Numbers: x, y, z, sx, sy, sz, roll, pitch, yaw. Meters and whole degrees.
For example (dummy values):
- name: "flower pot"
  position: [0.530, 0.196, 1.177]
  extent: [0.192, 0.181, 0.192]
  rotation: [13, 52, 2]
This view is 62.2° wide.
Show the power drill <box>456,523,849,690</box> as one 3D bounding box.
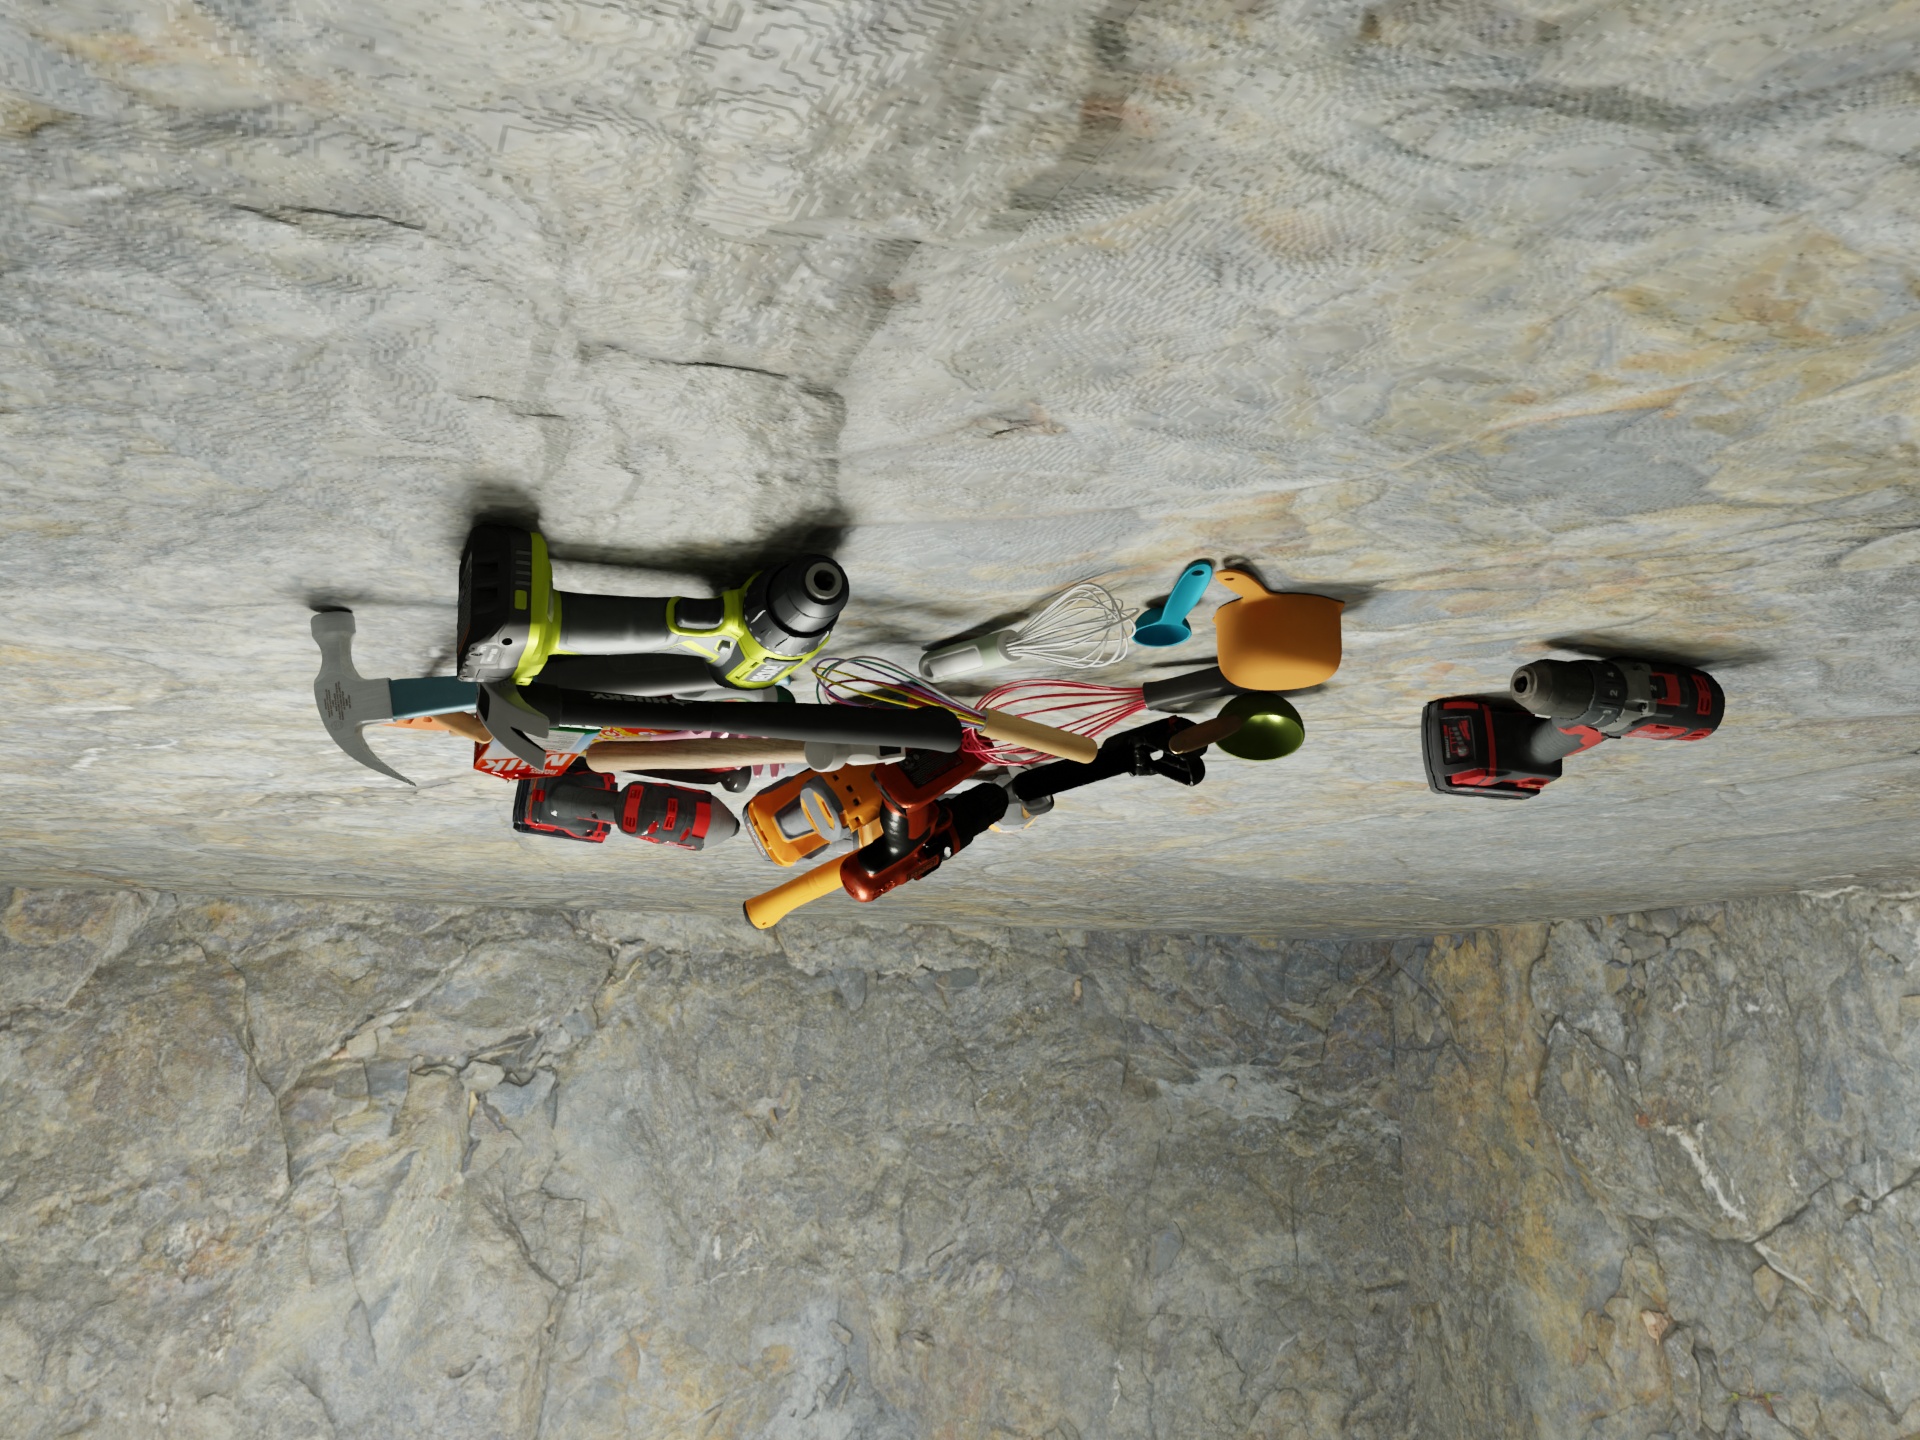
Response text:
- name: "power drill"
  position: [-0.191, -0.069, 0.997]
  extent: [0.228, 0.080, 0.190]
  rotation: [2, 169, -22]

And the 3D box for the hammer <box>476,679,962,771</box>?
- name: "hammer"
  position: [-0.157, 0.000, 1.093]
  extent: [0.334, 0.035, 0.146]
  rotation: [4, -162, -23]

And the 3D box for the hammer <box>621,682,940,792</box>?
- name: "hammer"
  position: [-0.163, 0.015, 1.451]
  extent: [0.143, 0.038, 0.386]
  rotation: [12, 162, -38]

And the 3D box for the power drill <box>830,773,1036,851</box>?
- name: "power drill"
  position: [-0.028, 0.100, 1.741]
  extent: [0.226, 0.084, 0.185]
  rotation: [-5, 174, -1]

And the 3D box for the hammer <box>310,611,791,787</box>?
- name: "hammer"
  position: [-0.289, -0.029, 1.141]
  extent: [0.331, 0.128, 0.033]
  rotation: [-6, 175, -8]

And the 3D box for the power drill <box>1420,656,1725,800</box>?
- name: "power drill"
  position: [0.476, 0.001, 1.305]
  extent: [0.187, 0.080, 0.226]
  rotation: [6, 163, -23]

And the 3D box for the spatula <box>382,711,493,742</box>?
- name: "spatula"
  position: [-0.423, 0.003, 1.291]
  extent: [0.081, 0.041, 0.323]
  rotation: [8, -178, -29]

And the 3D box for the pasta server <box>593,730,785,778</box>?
- name: "pasta server"
  position: [-0.301, 0.019, 1.432]
  extent: [0.316, 0.040, 0.060]
  rotation: [1, 152, 19]

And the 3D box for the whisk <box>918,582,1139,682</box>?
- name: "whisk"
  position: [0.040, -0.053, 1.132]
  extent: [0.059, 0.058, 0.246]
  rotation: [-28, -171, -33]

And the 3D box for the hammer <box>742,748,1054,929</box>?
- name: "hammer"
  position: [-0.073, 0.128, 1.607]
  extent: [0.337, 0.034, 0.127]
  rotation: [-26, 153, 9]

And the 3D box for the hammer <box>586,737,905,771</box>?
- name: "hammer"
  position: [-0.184, 0.025, 1.302]
  extent: [0.331, 0.031, 0.130]
  rotation: [-3, 180, 37]

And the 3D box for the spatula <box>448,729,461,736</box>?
- name: "spatula"
  position: [-0.314, -0.004, 1.411]
  extent: [0.316, 0.018, 0.059]
  rotation: [-4, 175, 16]

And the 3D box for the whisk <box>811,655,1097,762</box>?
- name: "whisk"
  position: [-0.001, -0.003, 1.218]
  extent: [0.244, 0.051, 0.047]
  rotation: [16, 163, -23]

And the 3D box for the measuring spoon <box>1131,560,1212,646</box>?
- name: "measuring spoon"
  position: [0.146, -0.084, 1.072]
  extent: [0.042, 0.021, 0.128]
  rotation: [3, 158, -8]

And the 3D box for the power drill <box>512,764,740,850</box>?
- name: "power drill"
  position: [-0.334, 0.090, 1.605]
  extent: [0.220, 0.078, 0.143]
  rotation: [4, 172, 36]

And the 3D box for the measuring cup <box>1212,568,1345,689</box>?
- name: "measuring cup"
  position: [0.205, -0.059, 1.079]
  extent: [0.095, 0.052, 0.173]
  rotation: [-6, 168, 26]

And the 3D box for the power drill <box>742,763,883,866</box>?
- name: "power drill"
  position: [-0.105, 0.069, 1.539]
  extent: [0.164, 0.084, 0.226]
  rotation: [-28, -178, -30]

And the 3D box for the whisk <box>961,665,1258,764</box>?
- name: "whisk"
  position: [0.132, -0.015, 1.282]
  extent: [0.296, 0.073, 0.073]
  rotation: [-12, 163, 22]

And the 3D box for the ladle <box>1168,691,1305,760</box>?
- name: "ladle"
  position: [0.208, 0.016, 1.236]
  extent: [0.078, 0.062, 0.320]
  rotation: [-6, -178, 22]
